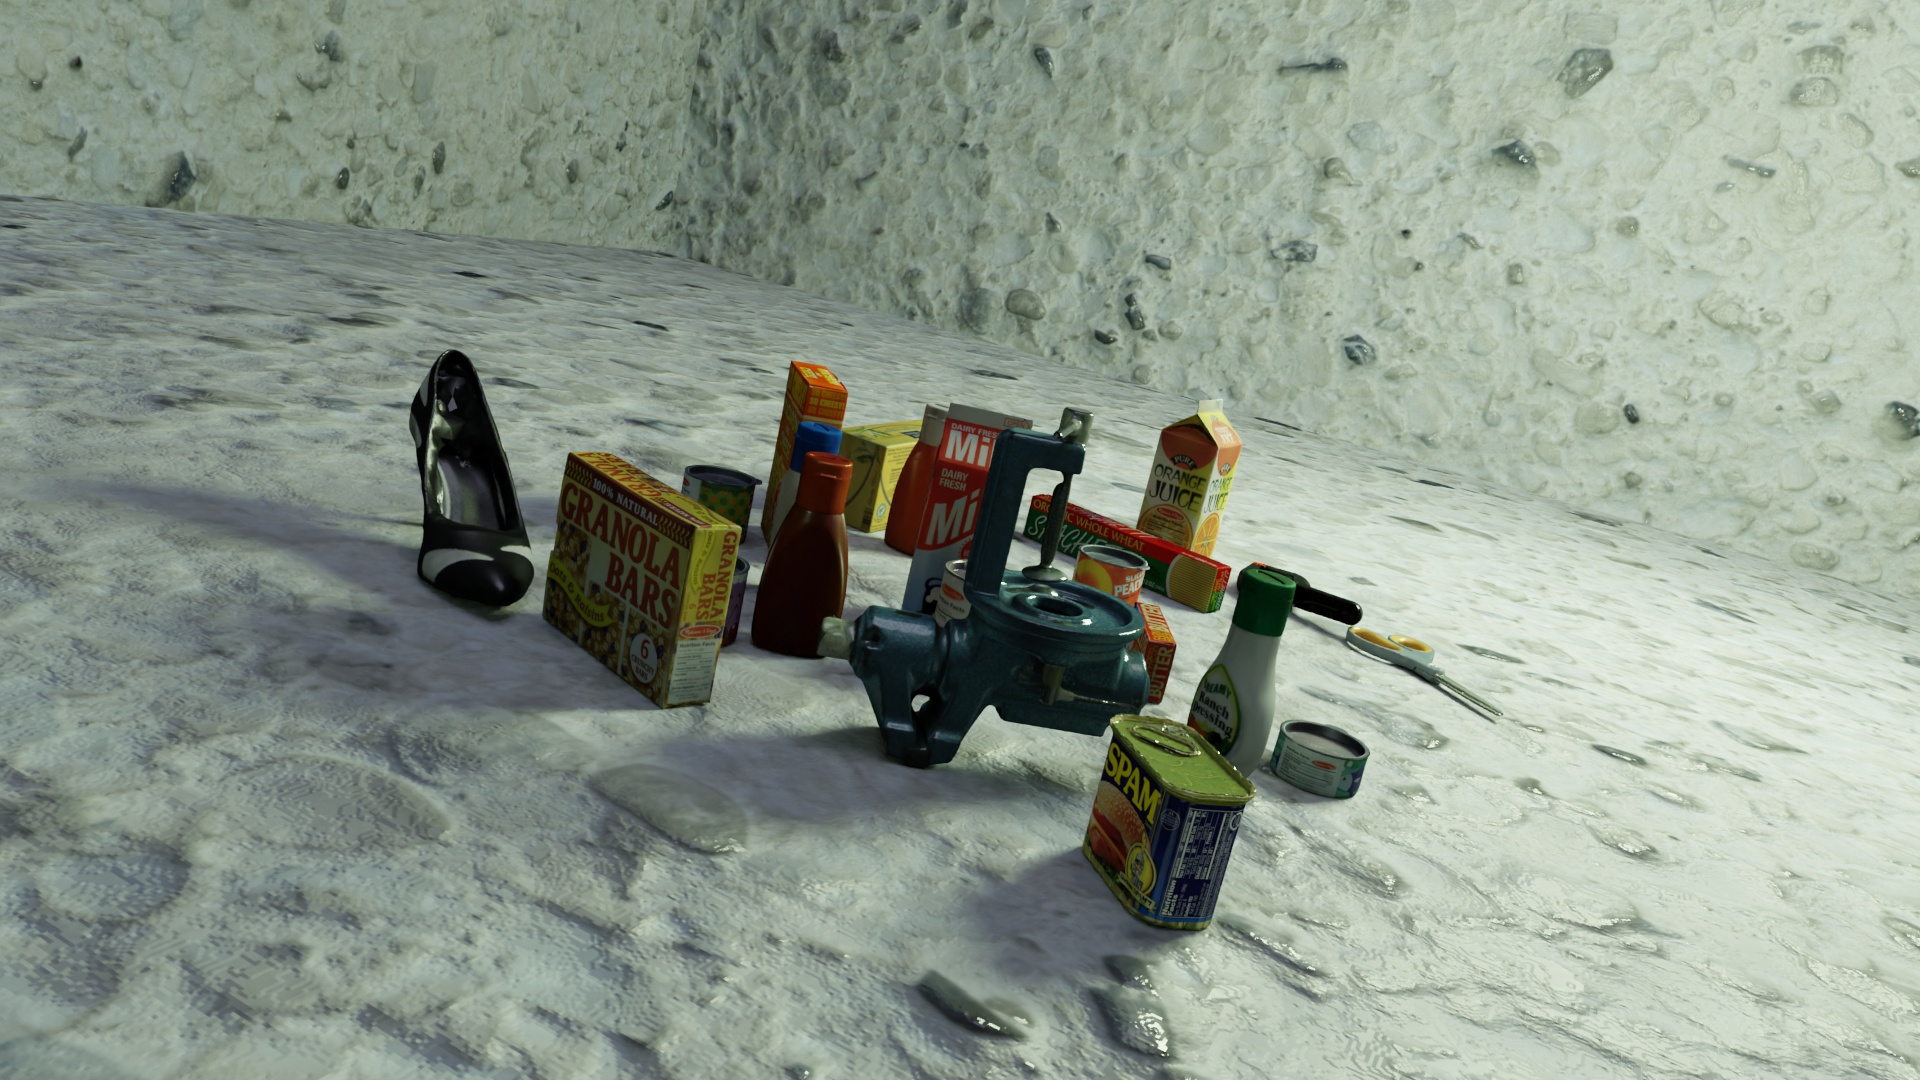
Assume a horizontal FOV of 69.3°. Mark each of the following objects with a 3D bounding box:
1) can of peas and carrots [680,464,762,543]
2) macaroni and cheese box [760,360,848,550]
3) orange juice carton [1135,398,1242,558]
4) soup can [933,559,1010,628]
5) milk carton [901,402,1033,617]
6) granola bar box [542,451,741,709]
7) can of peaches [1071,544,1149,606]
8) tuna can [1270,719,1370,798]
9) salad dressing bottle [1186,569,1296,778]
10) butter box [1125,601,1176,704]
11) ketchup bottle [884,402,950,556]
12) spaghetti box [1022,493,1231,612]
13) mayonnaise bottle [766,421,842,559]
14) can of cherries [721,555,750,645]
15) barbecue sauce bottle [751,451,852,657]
[{"bbox_3d":[-0.222,-0.033,1.275,0.071,0.058,0.071,12,14,-3],"label":"can of peas and carrots"},{"bbox_3d":[-0.144,-0.072,1.275,0.040,0.166,0.124,9,14,-17],"label":"macaroni and cheese box"},{"bbox_3d":[0.254,-0.064,1.542,0.073,0.192,0.072,21,16,29],"label":"orange juice carton"},{"bbox_3d":[0.014,0.064,1.057,0.071,0.083,0.071,12,14,-3],"label":"soup can"},{"bbox_3d":[0.004,-0.014,1.135,0.072,0.190,0.073,12,14,-2],"label":"milk carton"},{"bbox_3d":[-0.219,0.022,0.932,0.039,0.124,0.166,-1,20,-45],"label":"granola bar box"},{"bbox_3d":[0.139,0.042,1.307,0.071,0.058,0.071,12,14,-3],"label":"can of peaches"},{"bbox_3d":[0.263,0.159,1.016,0.071,0.032,0.071,12,14,-3],"label":"tuna can"},{"bbox_3d":[0.198,0.094,0.974,0.044,0.147,0.064,5,16,-29],"label":"salad dressing bottle"},{"bbox_3d":[0.154,0.091,1.141,0.024,0.053,0.104,12,14,-3],"label":"butter box"},{"bbox_3d":[-0.032,-0.060,1.363,0.065,0.148,0.043,21,16,31],"label":"ketchup bottle"},{"bbox_3d":[0.170,0.010,1.473,0.250,0.050,0.029,24,18,37],"label":"spaghetti box"},{"bbox_3d":[-0.128,-0.021,1.132,0.041,0.147,0.065,6,15,-26],"label":"mayonnaise bottle"},{"bbox_3d":[-0.194,0.041,1.018,0.071,0.058,0.071,12,14,-3],"label":"can of cherries"},{"bbox_3d":[-0.111,0.010,1.025,0.065,0.148,0.044,11,14,-9],"label":"barbecue sauce bottle"}]
